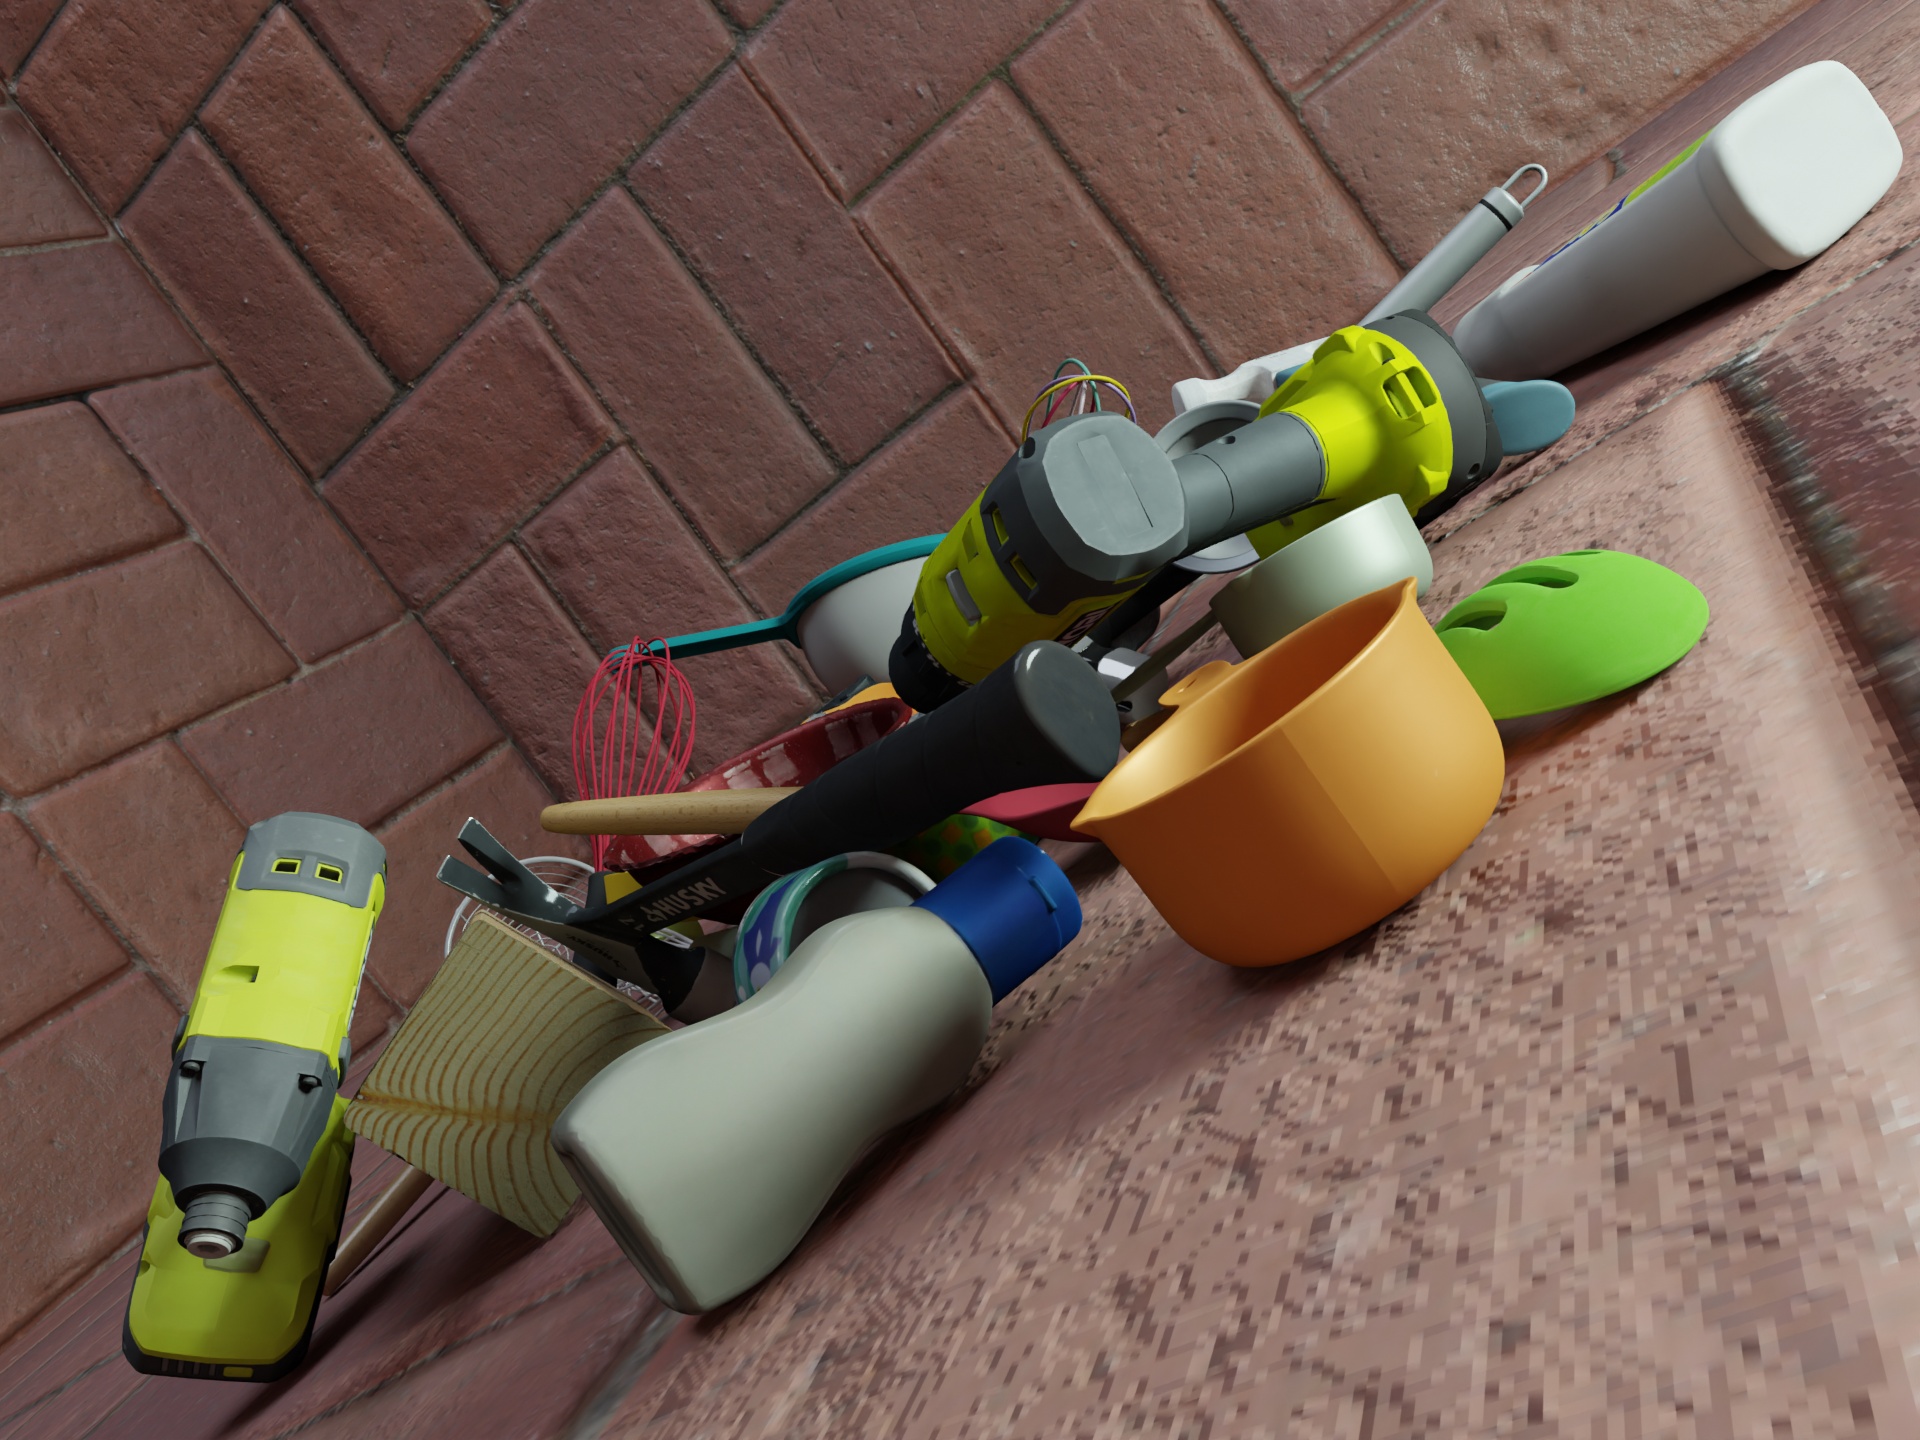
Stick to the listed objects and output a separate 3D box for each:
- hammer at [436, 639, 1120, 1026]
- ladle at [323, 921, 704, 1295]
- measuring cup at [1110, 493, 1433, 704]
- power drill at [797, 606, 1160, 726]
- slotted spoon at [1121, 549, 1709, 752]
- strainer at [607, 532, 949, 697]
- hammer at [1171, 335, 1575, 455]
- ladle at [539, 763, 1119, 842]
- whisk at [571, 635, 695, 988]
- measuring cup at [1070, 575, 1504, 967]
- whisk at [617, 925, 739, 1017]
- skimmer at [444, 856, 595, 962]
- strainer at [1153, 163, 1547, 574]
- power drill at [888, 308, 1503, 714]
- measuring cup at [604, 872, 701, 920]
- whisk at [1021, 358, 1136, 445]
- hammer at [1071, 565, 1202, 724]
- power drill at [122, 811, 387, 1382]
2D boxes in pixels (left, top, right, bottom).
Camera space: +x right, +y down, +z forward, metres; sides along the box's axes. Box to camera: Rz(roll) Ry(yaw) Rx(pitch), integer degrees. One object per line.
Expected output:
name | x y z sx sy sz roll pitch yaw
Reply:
hammer | -0.075 0.046 0.572 0.409 0.149 0.036 -28 35 55
ladle | -0.250 0.208 0.916 0.078 0.062 0.320 -30 15 38
measuring cup | 0.107 -0.026 0.597 0.083 0.038 0.167 -23 -11 -40
power drill | -0.001 -0.003 0.887 0.226 0.084 0.185 -24 13 49
slotted spoon | 0.111 -0.009 0.504 0.070 0.031 0.314 -33 3 -16
strainer | -0.081 -0.041 1.169 0.340 0.095 0.211 -11 -17 -11
hammer | 0.213 -0.169 0.819 0.128 0.033 0.331 -19 17 -3
ladle | -0.048 0.032 0.603 0.315 0.031 0.069 -5 10 33
whisk | -0.192 0.073 0.886 0.073 0.073 0.296 -32 42 38
measuring cup | 0.079 0.012 0.402 0.095 0.052 0.173 -37 3 4
whisk | -0.137 0.128 0.842 0.246 0.057 0.059 -23 48 56
skimmer | -0.195 0.088 1.054 0.363 0.127 0.090 -35 -26 25
strainer | 0.172 -0.155 0.740 0.258 0.087 0.050 -45 -25 18
power drill | 0.083 -0.074 0.638 0.228 0.080 0.190 -23 -9 -27
measuring cup | -0.119 0.093 0.847 0.062 0.029 0.156 -13 -13 41
whisk | 0.039 -0.107 0.865 0.047 0.051 0.244 -30 -19 -25
hammer | 0.138 -0.103 0.830 0.335 0.035 0.146 -33 39 -33
power drill | -0.285 0.169 0.640 0.171 0.080 0.223 -95 24 -44
